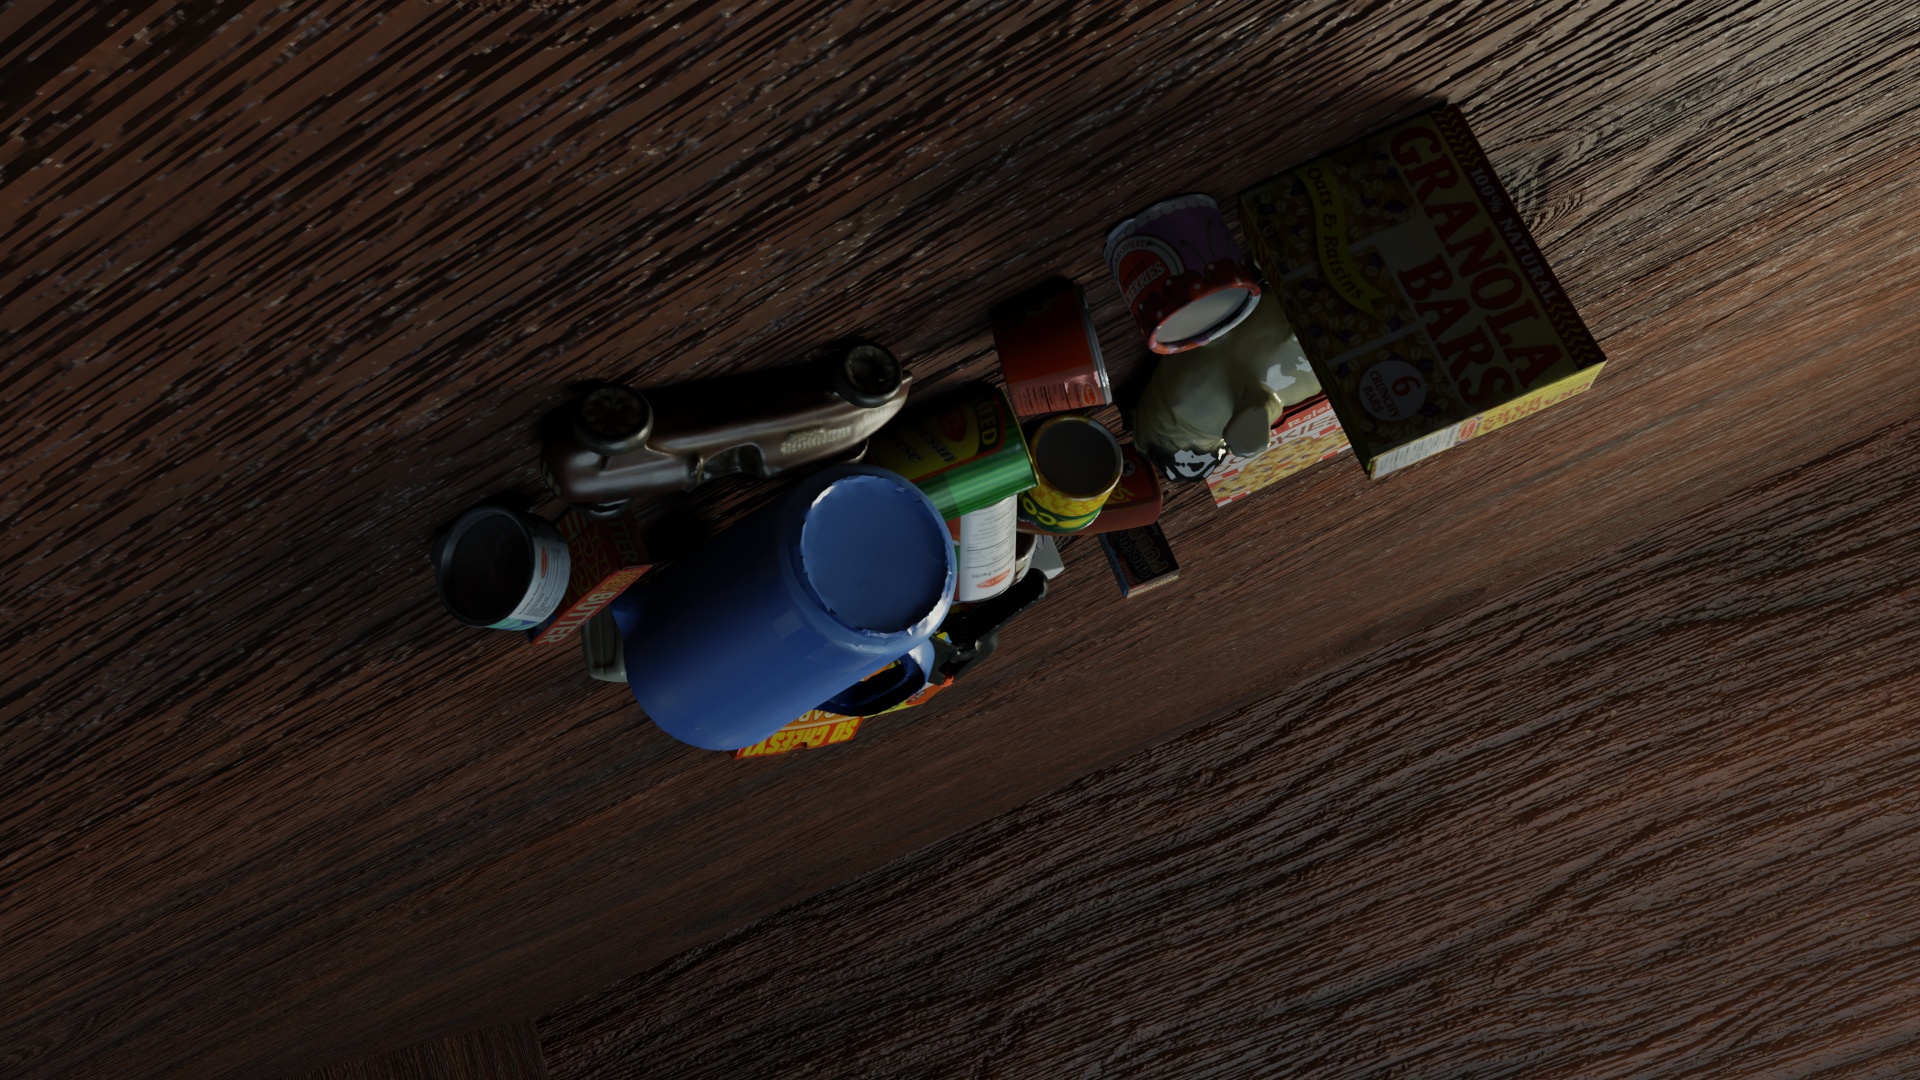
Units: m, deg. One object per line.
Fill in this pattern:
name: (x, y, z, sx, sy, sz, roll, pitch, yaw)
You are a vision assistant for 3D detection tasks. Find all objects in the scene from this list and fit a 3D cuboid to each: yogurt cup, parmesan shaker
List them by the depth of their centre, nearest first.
yogurt cup: (0.050, -0.101, 0.766, 0.054, 0.072, 0.072, -15, 163, 6)
parmesan shaker: (-0.011, -0.043, 0.851, 0.103, 0.071, 0.071, -21, 163, 0)

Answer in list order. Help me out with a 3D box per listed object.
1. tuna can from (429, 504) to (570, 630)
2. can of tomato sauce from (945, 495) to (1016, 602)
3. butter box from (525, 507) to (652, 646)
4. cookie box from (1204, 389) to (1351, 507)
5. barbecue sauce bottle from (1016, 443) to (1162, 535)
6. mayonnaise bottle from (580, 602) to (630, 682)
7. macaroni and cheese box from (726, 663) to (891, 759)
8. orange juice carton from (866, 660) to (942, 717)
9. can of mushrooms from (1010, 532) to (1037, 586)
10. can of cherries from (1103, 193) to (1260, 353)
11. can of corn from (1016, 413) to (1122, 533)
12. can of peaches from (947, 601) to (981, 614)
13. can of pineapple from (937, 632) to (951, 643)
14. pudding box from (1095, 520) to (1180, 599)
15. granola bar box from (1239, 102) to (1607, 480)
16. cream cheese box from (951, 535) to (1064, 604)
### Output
tuna can: (-0.249, 0.015, 0.752, 0.071, 0.071, 0.033, -27, 162, 16)
can of tomato sauce: (0.003, -0.012, 0.929, 0.071, 0.071, 0.082, -16, 134, -17)
butter box: (-0.223, 0.016, 0.805, 0.103, 0.053, 0.024, -34, 161, 35)
cookie box: (0.242, -0.085, 1.085, 0.123, 0.040, 0.167, -25, 163, 10)
barbecue sauce bottle: (0.067, -0.031, 1.005, 0.149, 0.065, 0.043, -9, 144, -12)
mayonnaise bottle: (-0.198, 0.063, 0.965, 0.041, 0.065, 0.148, -7, 175, 27)
macaroni and cheese box: (-0.106, 0.089, 1.070, 0.124, 0.040, 0.165, -2, 126, -47)
orange juice carton: (-0.074, 0.111, 1.239, 0.193, 0.073, 0.071, -10, 158, -35)
can of mushrooms: (0.020, 0.001, 1.025, 0.071, 0.071, 0.033, -16, 150, -19)
can of cherries: (0.115, -0.140, 0.735, 0.071, 0.058, 0.071, -20, 163, -6)
can of corn: (0.071, -0.045, 0.953, 0.071, 0.071, 0.058, -17, 161, -16)
can of peaches: (0.020, 0.040, 1.153, 0.071, 0.071, 0.057, -10, 160, -33)
can of pineapple: (-0.020, 0.075, 1.201, 0.058, 0.071, 0.070, -11, 160, -29)
pudding box: (0.143, 0.001, 1.151, 0.050, 0.084, 0.030, -20, 160, -4)
granola bar box: (0.235, -0.132, 0.723, 0.124, 0.166, 0.039, -23, 161, 4)
cream cheese box: (0.026, 0.014, 1.098, 0.104, 0.053, 0.024, -13, 163, -25)
